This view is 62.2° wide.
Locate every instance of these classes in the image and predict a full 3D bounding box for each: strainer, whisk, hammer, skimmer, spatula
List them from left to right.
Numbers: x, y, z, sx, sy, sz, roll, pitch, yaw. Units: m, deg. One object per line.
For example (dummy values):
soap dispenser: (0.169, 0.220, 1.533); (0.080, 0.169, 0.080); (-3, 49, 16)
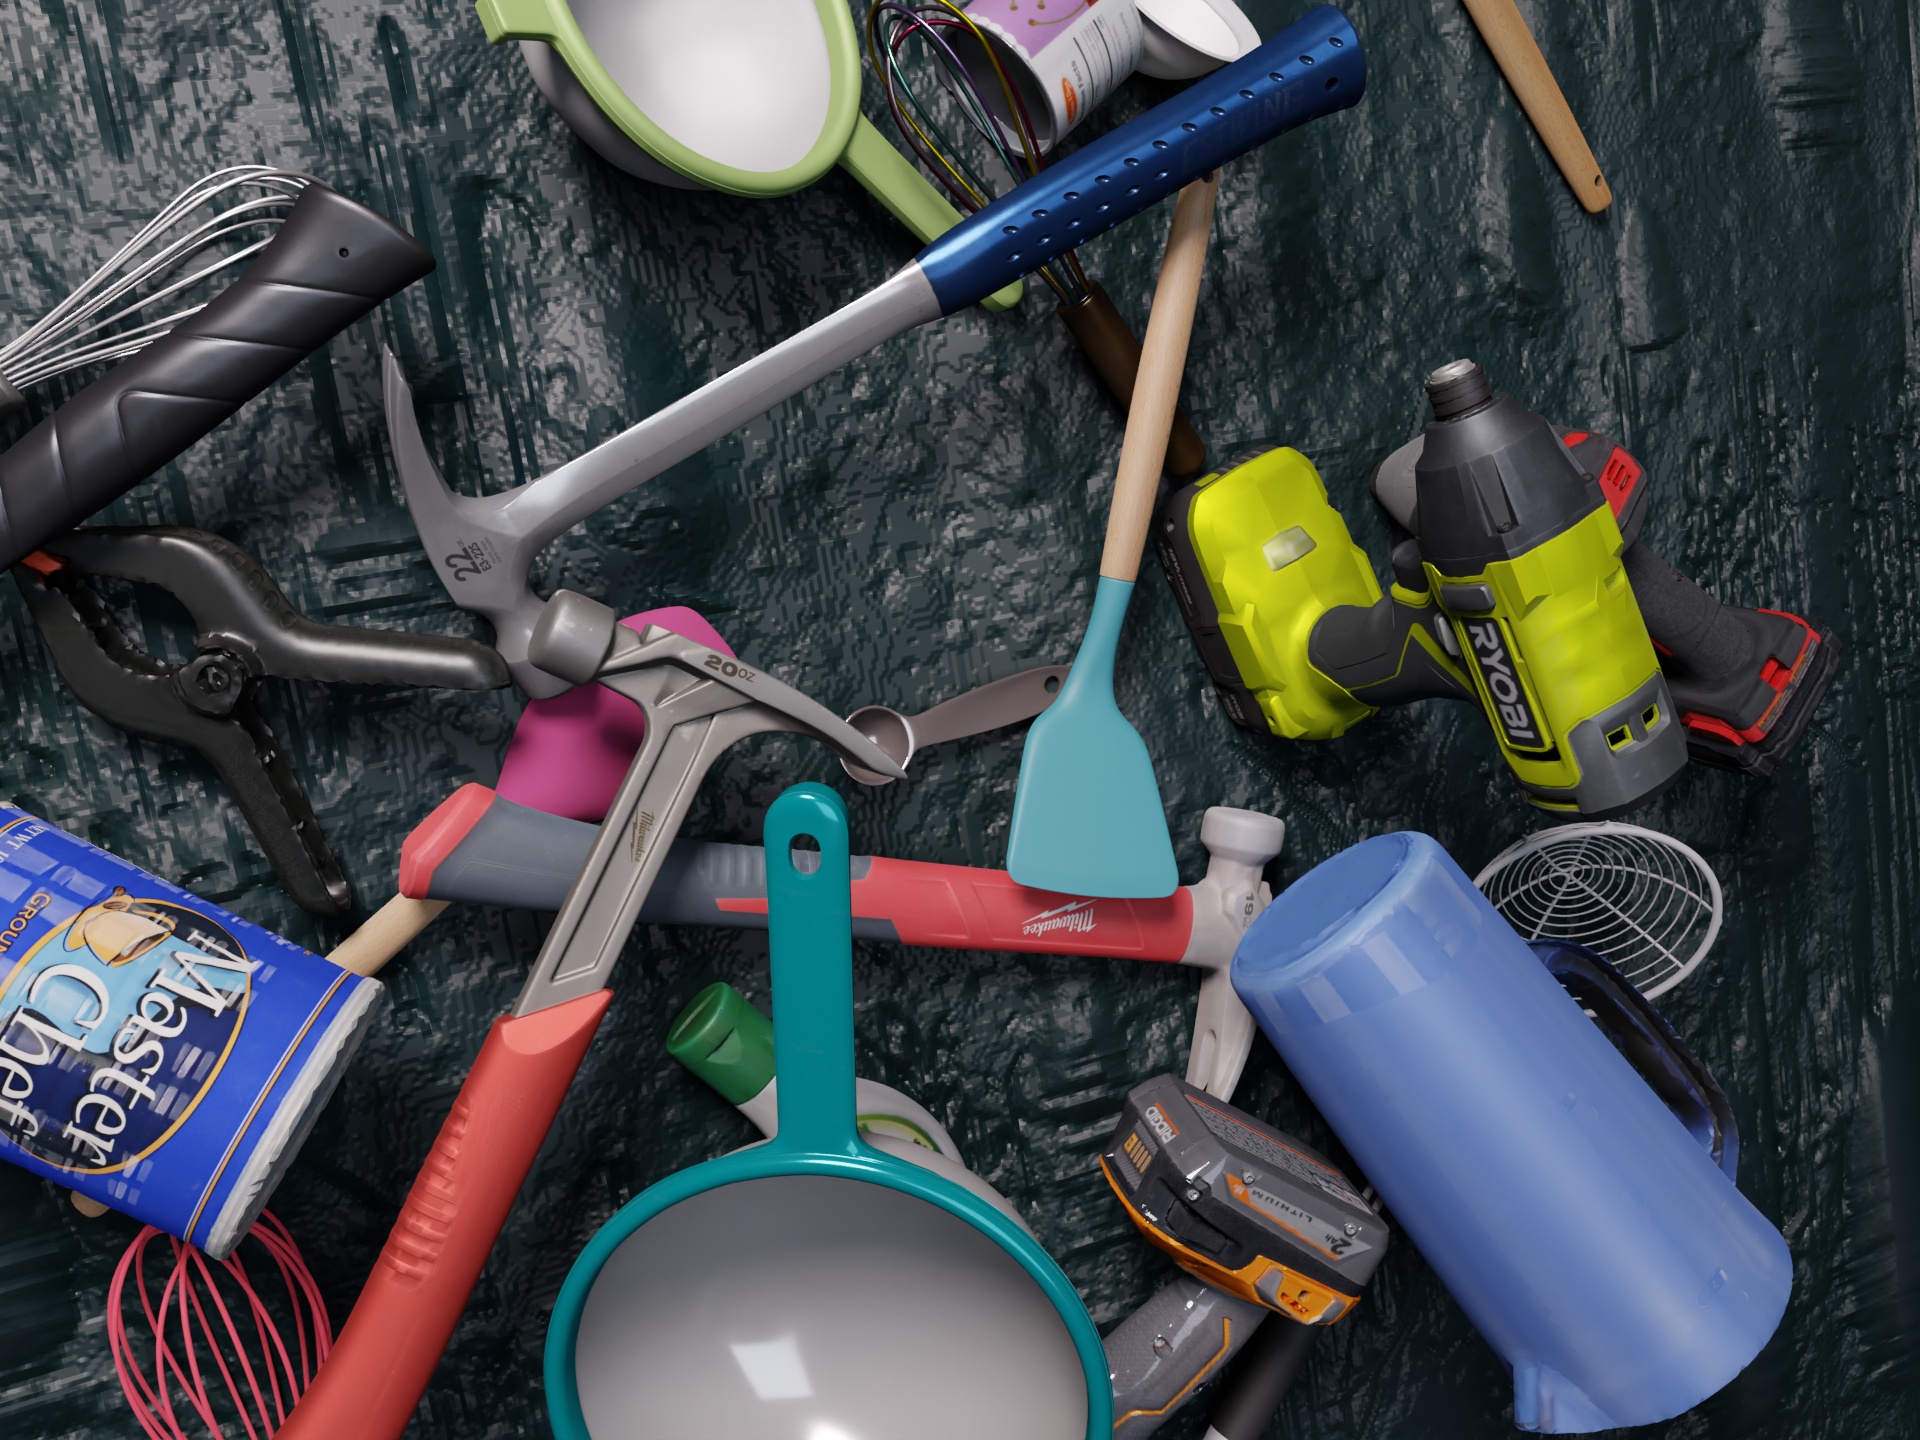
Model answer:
hammer: (-0.344, -0.038, 0.522); (0.409, 0.036, 0.149); (-39, 107, -5)
whisk: (-0.324, -0.123, 0.551); (0.246, 0.059, 0.058); (-32, 69, -12)
whisk: (-0.254, 0.311, 0.608); (0.073, 0.073, 0.295); (-17, 106, -19)
hammer: (-0.155, 0.141, 0.579); (0.149, 0.037, 0.359); (27, 83, -23)
strainer: (-0.079, -0.236, 0.630); (0.256, 0.069, 0.152); (34, 57, -38)
strainer: (-0.046, 0.178, 0.604); (0.211, 0.095, 0.340); (1, 105, 6)
hammer: (-0.035, 0.091, 0.671); (0.386, 0.038, 0.143); (8, 93, -25)
hammer: (-0.023, -0.163, 0.603); (0.405, 0.035, 0.143); (-32, 131, -6)
strainer: (0.037, -0.346, 0.672); (0.258, 0.050, 0.087); (39, 40, -13)
whisk: (0.040, -0.194, 0.661); (0.047, 0.051, 0.244); (-27, 124, 20)
spatula: (0.078, -0.084, 0.674); (0.082, 0.044, 0.317); (8, 98, -21)
skimmer: (0.235, 0.208, 0.767); (0.127, 0.090, 0.363); (36, 81, -20)

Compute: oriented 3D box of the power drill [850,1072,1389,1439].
power drill: (0.064, 0.274, 0.699); (0.164, 0.084, 0.226); (30, 97, -21)

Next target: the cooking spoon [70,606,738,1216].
cooking spoon: (-0.211, 0.072, 0.622); (0.319, 0.017, 0.068); (-44, 107, -13)

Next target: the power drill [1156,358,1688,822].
power drill: (0.177, -0.056, 0.651); (0.080, 0.223, 0.171); (-30, 105, -17)

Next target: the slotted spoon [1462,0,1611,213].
slotted spoon: (0.232, -0.376, 0.752); (0.070, 0.031, 0.313); (-43, 109, -13)

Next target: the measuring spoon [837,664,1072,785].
measuring spoon: (-0.001, -0.002, 0.702); (0.124, 0.018, 0.034); (-18, 99, -26)

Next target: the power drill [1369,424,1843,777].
power drill: (0.295, -0.065, 0.749); (0.219, 0.143, 0.078); (32, 87, -27)
